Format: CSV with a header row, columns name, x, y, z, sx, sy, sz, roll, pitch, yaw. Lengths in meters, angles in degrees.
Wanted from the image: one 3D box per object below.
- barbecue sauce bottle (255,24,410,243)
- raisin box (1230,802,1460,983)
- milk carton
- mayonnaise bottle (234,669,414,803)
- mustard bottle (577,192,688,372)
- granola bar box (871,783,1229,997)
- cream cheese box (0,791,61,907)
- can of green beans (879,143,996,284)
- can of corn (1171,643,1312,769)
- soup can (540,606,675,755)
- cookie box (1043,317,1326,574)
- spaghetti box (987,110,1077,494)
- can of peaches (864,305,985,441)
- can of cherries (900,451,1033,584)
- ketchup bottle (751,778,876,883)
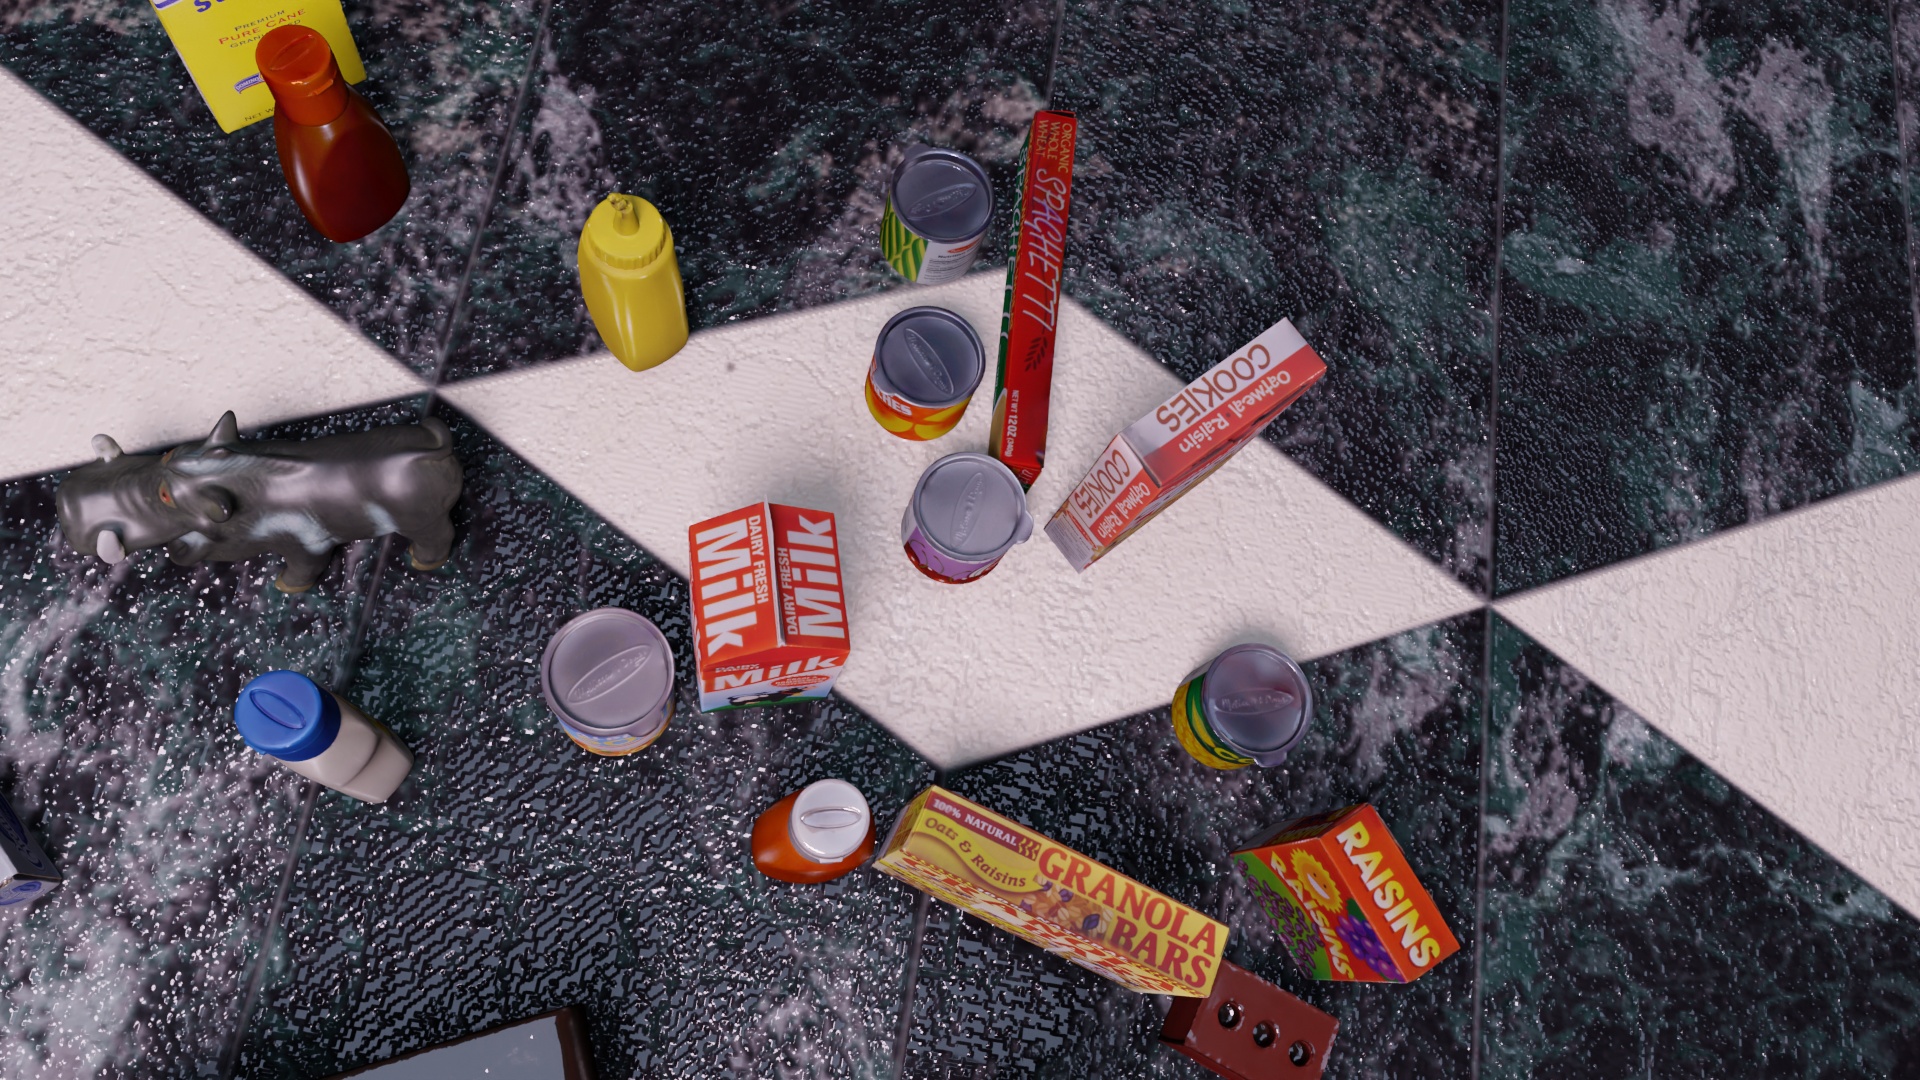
name,x,y,z,sx,sy,sz,roll,pitch,yaw
barbecue sauce bottle,-0.349,-0.224,0.768,0.044,0.148,0.065,41,71,3
raisin box,0.206,0.194,0.758,0.040,0.123,0.086,-27,80,-17
milk carton,-0.100,0.037,0.712,0.073,0.190,0.072,-5,75,-12
mayonnaise bottle,-0.311,0.094,0.677,0.065,0.147,0.041,33,70,0
mustard bottle,-0.182,-0.149,0.771,0.049,0.159,0.065,-32,82,-18
granola bar box,0.042,0.185,0.729,0.165,0.124,0.039,26,71,-2
cream cheese box,-0.489,0.132,0.681,0.024,0.053,0.104,-37,83,-18
can of green beans,-0.015,-0.203,0.874,0.071,0.057,0.071,3,73,-10
can of corn,0.164,0.101,0.813,0.071,0.058,0.071,3,73,-10
soup can,-0.184,0.080,0.740,0.071,0.083,0.071,3,73,-10
cookie box,0.123,-0.049,0.794,0.123,0.167,0.040,-35,83,-18
spaghetti box,0.045,-0.153,0.874,0.029,0.050,0.251,9,72,-8
can of peaches,-0.025,-0.099,0.839,0.071,0.058,0.071,3,73,-10
can of cherries,0.003,-0.010,0.817,0.071,0.058,0.071,3,73,-10
ketchup bottle,-0.072,0.149,0.705,0.065,0.148,0.043,-1,74,-11
